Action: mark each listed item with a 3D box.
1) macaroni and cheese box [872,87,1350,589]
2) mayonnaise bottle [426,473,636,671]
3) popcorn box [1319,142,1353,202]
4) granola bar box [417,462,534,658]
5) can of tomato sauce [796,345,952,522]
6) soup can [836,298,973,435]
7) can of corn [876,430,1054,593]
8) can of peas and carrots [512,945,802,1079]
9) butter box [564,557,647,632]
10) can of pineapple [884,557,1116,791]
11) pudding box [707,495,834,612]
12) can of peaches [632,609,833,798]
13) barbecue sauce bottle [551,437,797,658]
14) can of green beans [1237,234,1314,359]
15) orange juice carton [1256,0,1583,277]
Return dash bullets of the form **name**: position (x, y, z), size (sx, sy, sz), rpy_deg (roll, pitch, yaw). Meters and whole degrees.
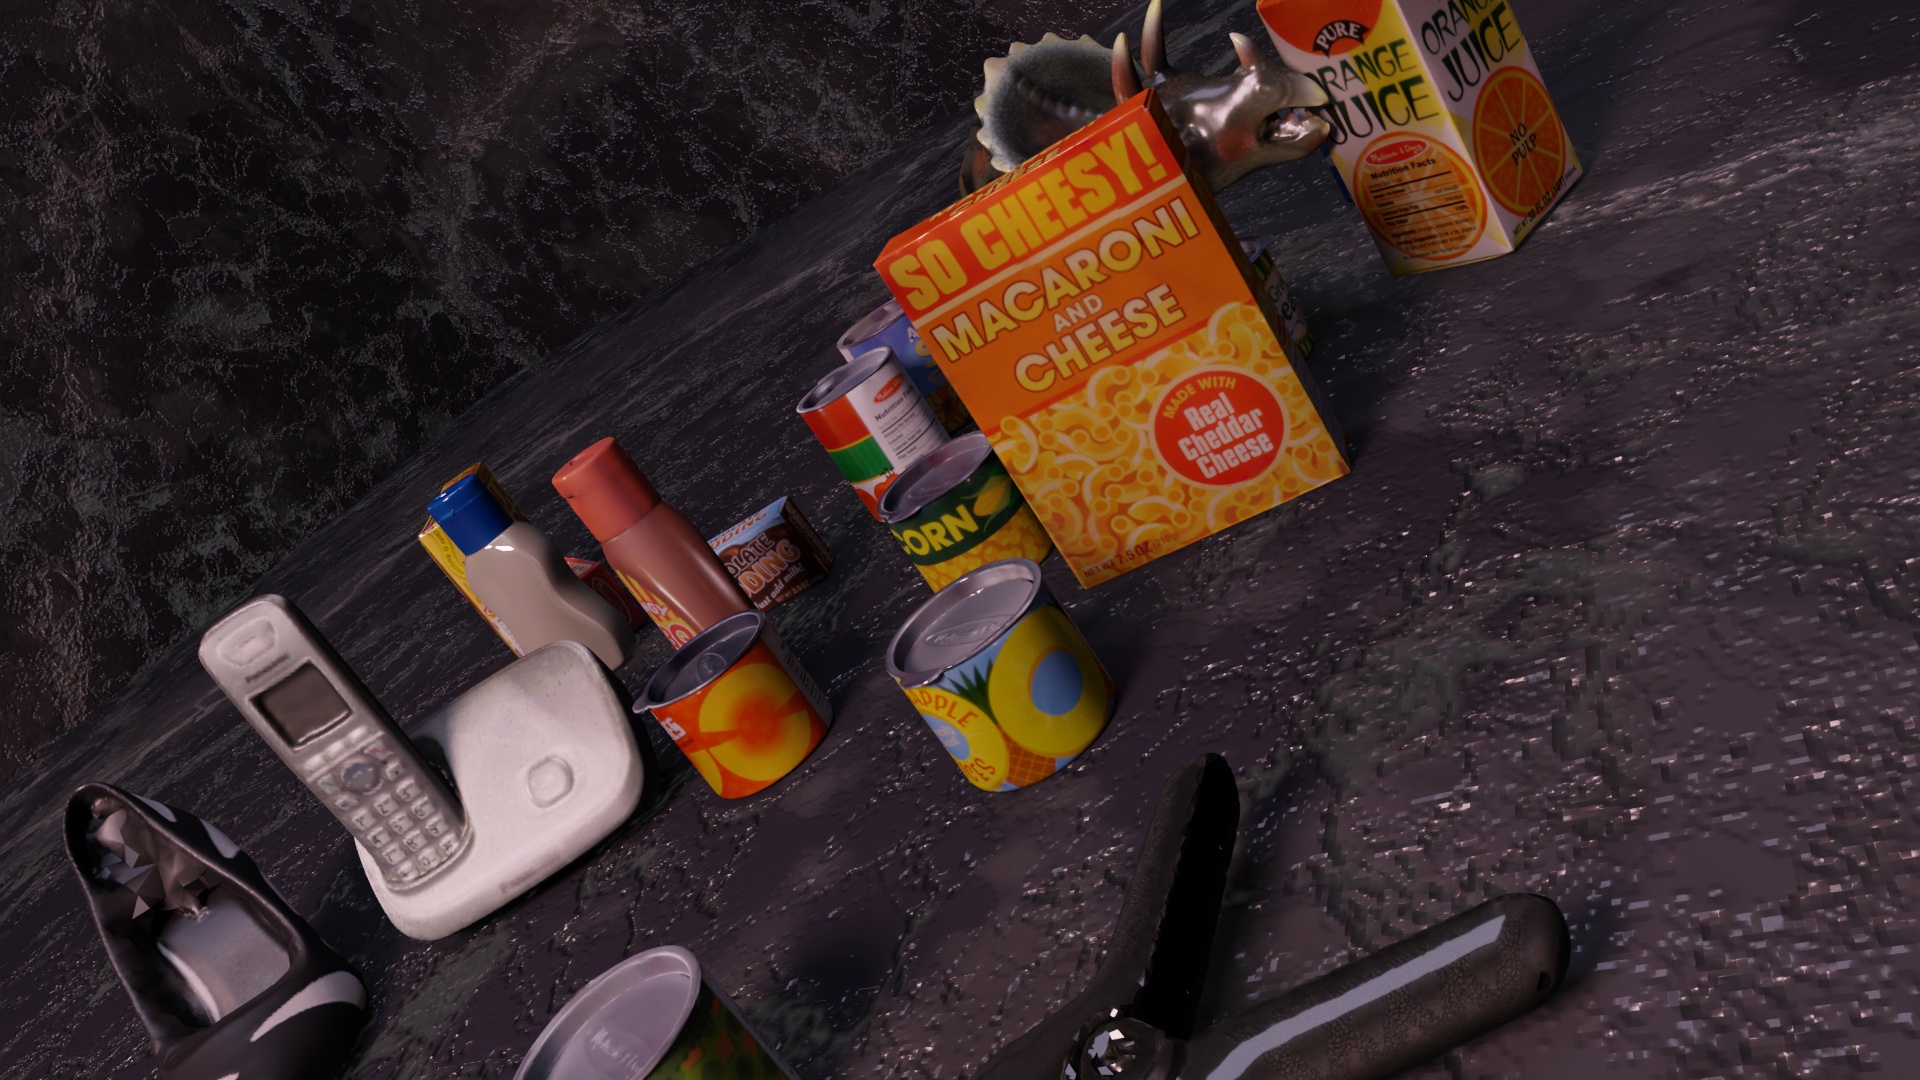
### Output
- **macaroni and cheese box**: position (0.062, -0.075, 0.558), size (0.123, 0.166, 0.040), rpy_deg (-26, 21, 23)
- **mayonnaise bottle**: position (-0.270, 0.026, 0.867), size (0.064, 0.147, 0.041), rpy_deg (-27, 21, 19)
- **popcorn box**: position (0.244, -0.234, 0.759), size (0.038, 0.085, 0.127), rpy_deg (-38, 20, -12)
- **granola bar box**: position (-0.342, 0.015, 1.039), size (0.039, 0.124, 0.166), rpy_deg (-36, 20, -3)
- **can of tomato sauce**: position (-0.047, -0.062, 0.820), size (0.071, 0.083, 0.071), rpy_deg (-30, 20, 12)
- **soup can**: position (-0.028, -0.112, 0.903), size (0.071, 0.083, 0.071), rpy_deg (-30, 20, 12)
- **can of corn**: position (0.002, -0.008, 0.656), size (0.071, 0.058, 0.071), rpy_deg (-30, 20, 12)
- **can of peas and carrots**: position (-0.087, 0.163, 0.399), size (0.071, 0.058, 0.071), rpy_deg (-30, 20, 12)
- **butter box**: position (-0.254, 0.039, 0.953), size (0.024, 0.053, 0.103), rpy_deg (-43, 21, -22)
- **can of pineapple**: position (0.014, 0.050, 0.505), size (0.071, 0.057, 0.071), rpy_deg (-30, 20, 12)
- **pudding box**: position (-0.122, 0.016, 0.806), size (0.083, 0.049, 0.030), rpy_deg (-29, 20, 15)
- **can of peaches**: position (-0.101, 0.075, 0.626), size (0.071, 0.058, 0.071), rpy_deg (-30, 20, 12)
- **barbecue sauce bottle**: position (-0.140, 0.018, 0.684), size (0.044, 0.148, 0.065), rpy_deg (-44, 22, -24)
- **can of green beans**: position (0.132, -0.107, 0.683), size (0.071, 0.057, 0.071), rpy_deg (-30, 20, 12)
- **orange juice carton**: position (0.205, -0.225, 0.643), size (0.072, 0.192, 0.073), rpy_deg (-44, 22, -25)
